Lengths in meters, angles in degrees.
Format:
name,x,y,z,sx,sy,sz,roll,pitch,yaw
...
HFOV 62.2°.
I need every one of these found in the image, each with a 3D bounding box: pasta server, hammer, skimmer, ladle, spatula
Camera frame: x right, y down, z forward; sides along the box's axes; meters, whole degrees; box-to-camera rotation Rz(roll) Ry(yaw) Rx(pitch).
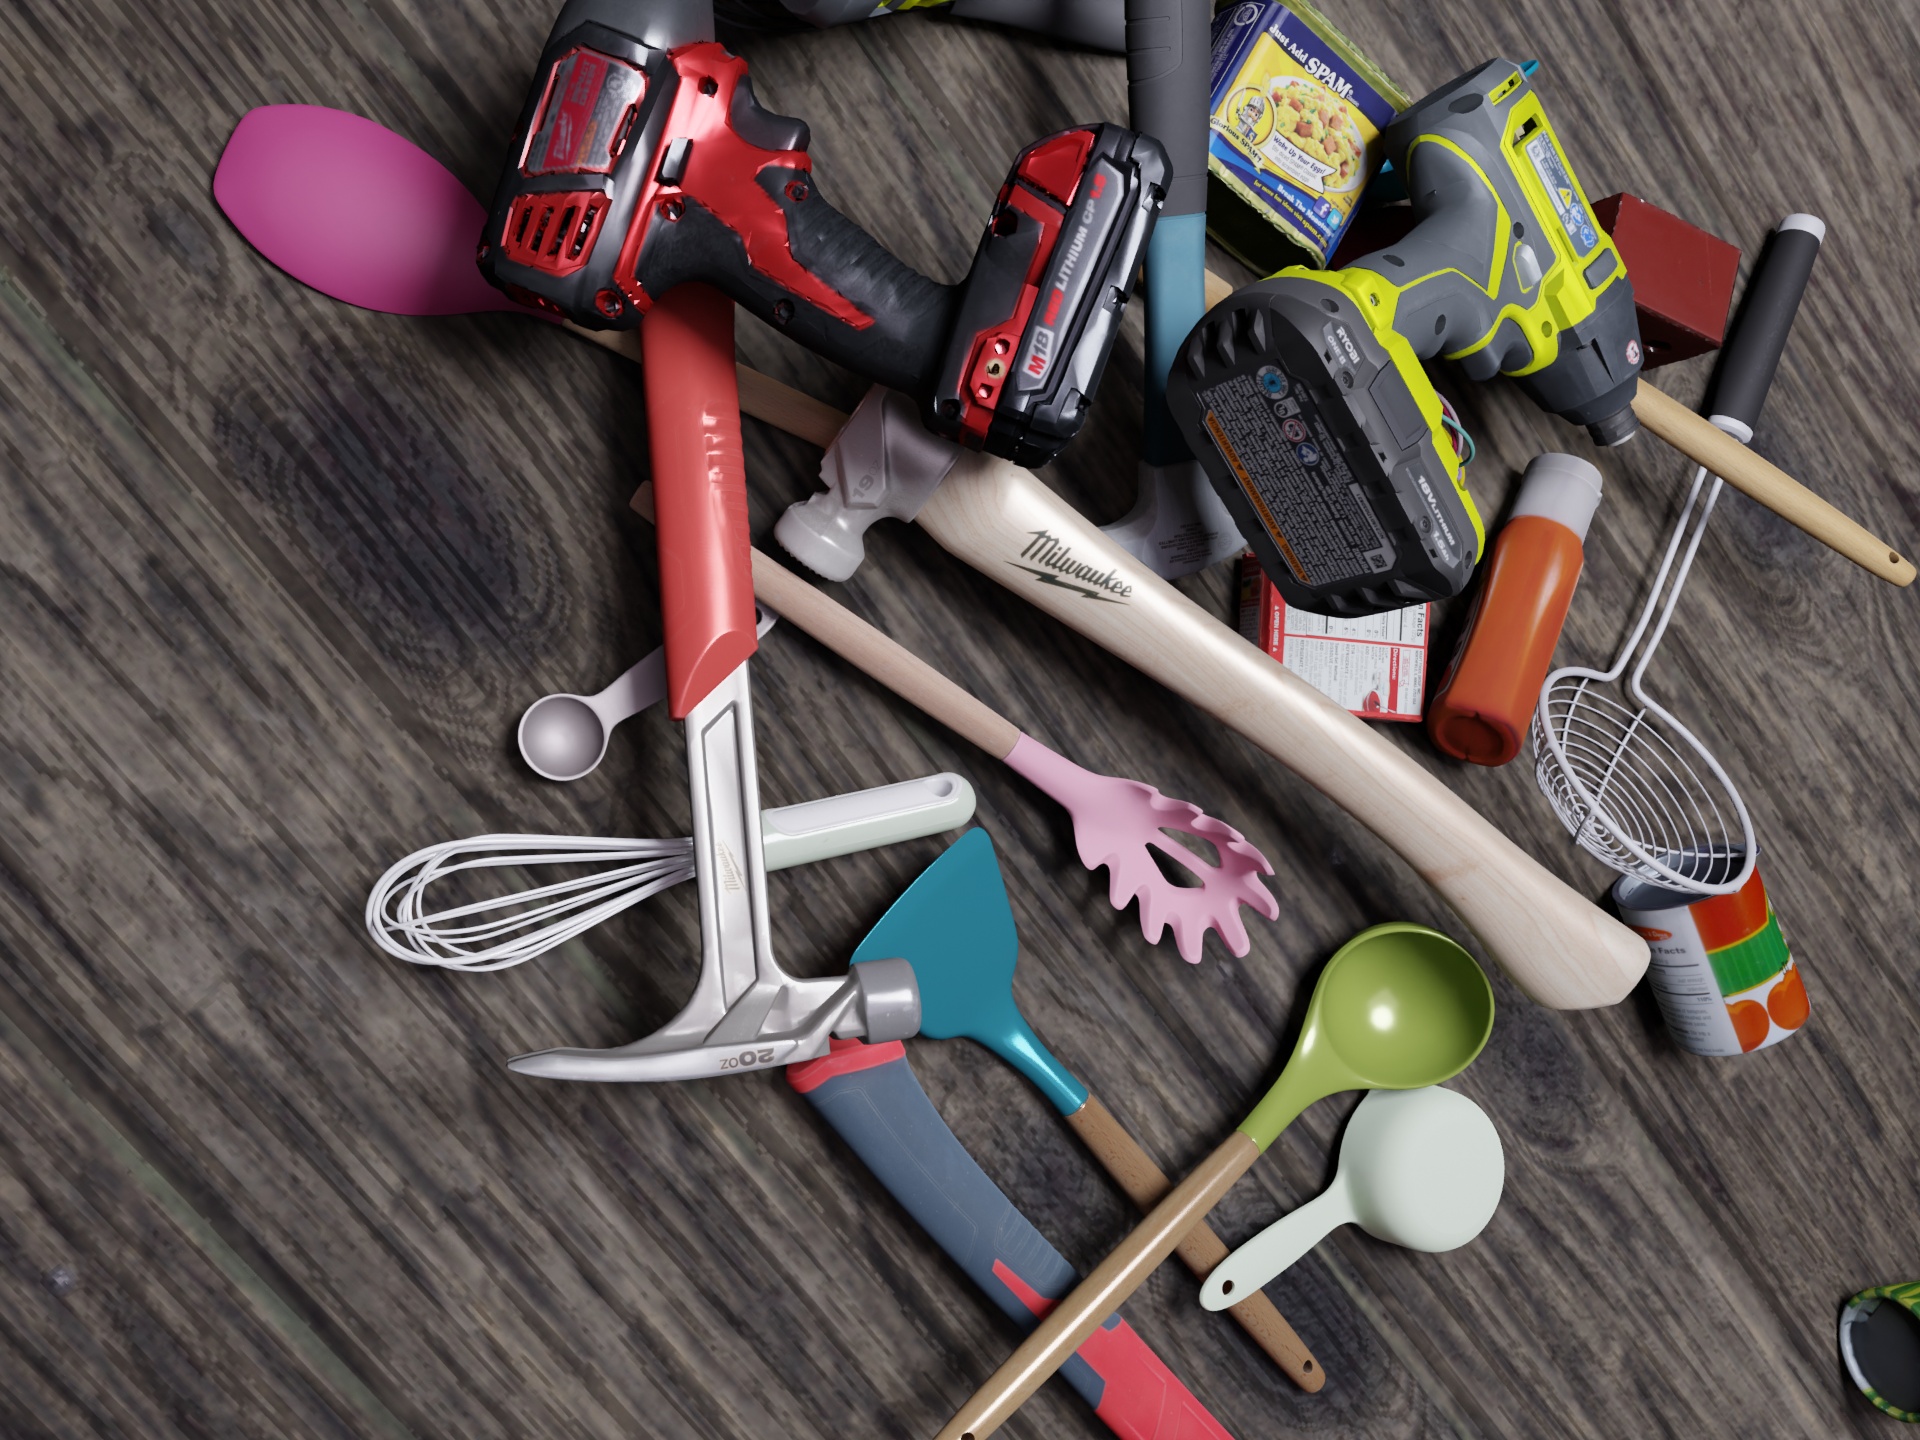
name,x,y,z,sx,sy,sz,roll,pitch,yaw
pasta server,-0.001,-0.002,0.658,0.316,0.040,0.060,34,106,-11
hammer,0.130,-0.015,0.661,0.410,0.038,0.146,35,104,-9
skimmer,0.373,-0.092,0.767,0.127,0.090,0.363,26,82,-14
ladle,0.110,0.196,0.668,0.320,0.062,0.078,-37,95,-26
ladle,0.314,-0.149,0.742,0.315,0.031,0.069,32,70,-3
hammer,0.051,0.287,0.684,0.143,0.038,0.386,-44,103,-12
hammer,0.084,-0.218,0.641,0.128,0.033,0.330,-10,113,-13
hammer,-0.105,-0.050,0.598,0.149,0.036,0.359,-4,83,-16
spatula,0.069,0.186,0.688,0.082,0.044,0.317,-45,104,-23

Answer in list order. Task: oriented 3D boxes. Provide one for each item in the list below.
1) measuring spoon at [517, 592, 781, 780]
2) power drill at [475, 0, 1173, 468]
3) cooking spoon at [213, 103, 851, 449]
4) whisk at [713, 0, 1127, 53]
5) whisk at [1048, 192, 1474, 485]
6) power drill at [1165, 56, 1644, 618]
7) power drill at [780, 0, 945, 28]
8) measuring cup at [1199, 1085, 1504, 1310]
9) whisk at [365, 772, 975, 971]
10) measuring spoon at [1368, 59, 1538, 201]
name,x,y,z,sx,sy,sz,roll,pitch,yaw
measuring spoon,-0.123,-0.017,0.642,0.124,0.018,0.034,-35,95,-22
power drill,-0.046,-0.184,0.558,0.219,0.078,0.143,19,93,-2
cooking spoon,-0.132,-0.154,0.635,0.318,0.017,0.069,23,84,-17
whisk,-0.003,-0.305,0.668,0.239,0.055,0.055,-1,90,-23
whisk,0.133,-0.171,0.713,0.245,0.051,0.047,30,86,-13
power drill,0.196,-0.146,0.640,0.223,0.080,0.171,-43,107,-32
power drill,-0.031,-0.387,0.614,0.190,0.080,0.228,-30,89,-32
measuring cup,0.180,0.223,0.715,0.167,0.038,0.083,-23,98,-27
whisk,-0.106,0.053,0.630,0.246,0.058,0.059,-11,128,-23
measuring spoon,0.237,-0.279,0.756,0.128,0.042,0.021,-38,120,-22
